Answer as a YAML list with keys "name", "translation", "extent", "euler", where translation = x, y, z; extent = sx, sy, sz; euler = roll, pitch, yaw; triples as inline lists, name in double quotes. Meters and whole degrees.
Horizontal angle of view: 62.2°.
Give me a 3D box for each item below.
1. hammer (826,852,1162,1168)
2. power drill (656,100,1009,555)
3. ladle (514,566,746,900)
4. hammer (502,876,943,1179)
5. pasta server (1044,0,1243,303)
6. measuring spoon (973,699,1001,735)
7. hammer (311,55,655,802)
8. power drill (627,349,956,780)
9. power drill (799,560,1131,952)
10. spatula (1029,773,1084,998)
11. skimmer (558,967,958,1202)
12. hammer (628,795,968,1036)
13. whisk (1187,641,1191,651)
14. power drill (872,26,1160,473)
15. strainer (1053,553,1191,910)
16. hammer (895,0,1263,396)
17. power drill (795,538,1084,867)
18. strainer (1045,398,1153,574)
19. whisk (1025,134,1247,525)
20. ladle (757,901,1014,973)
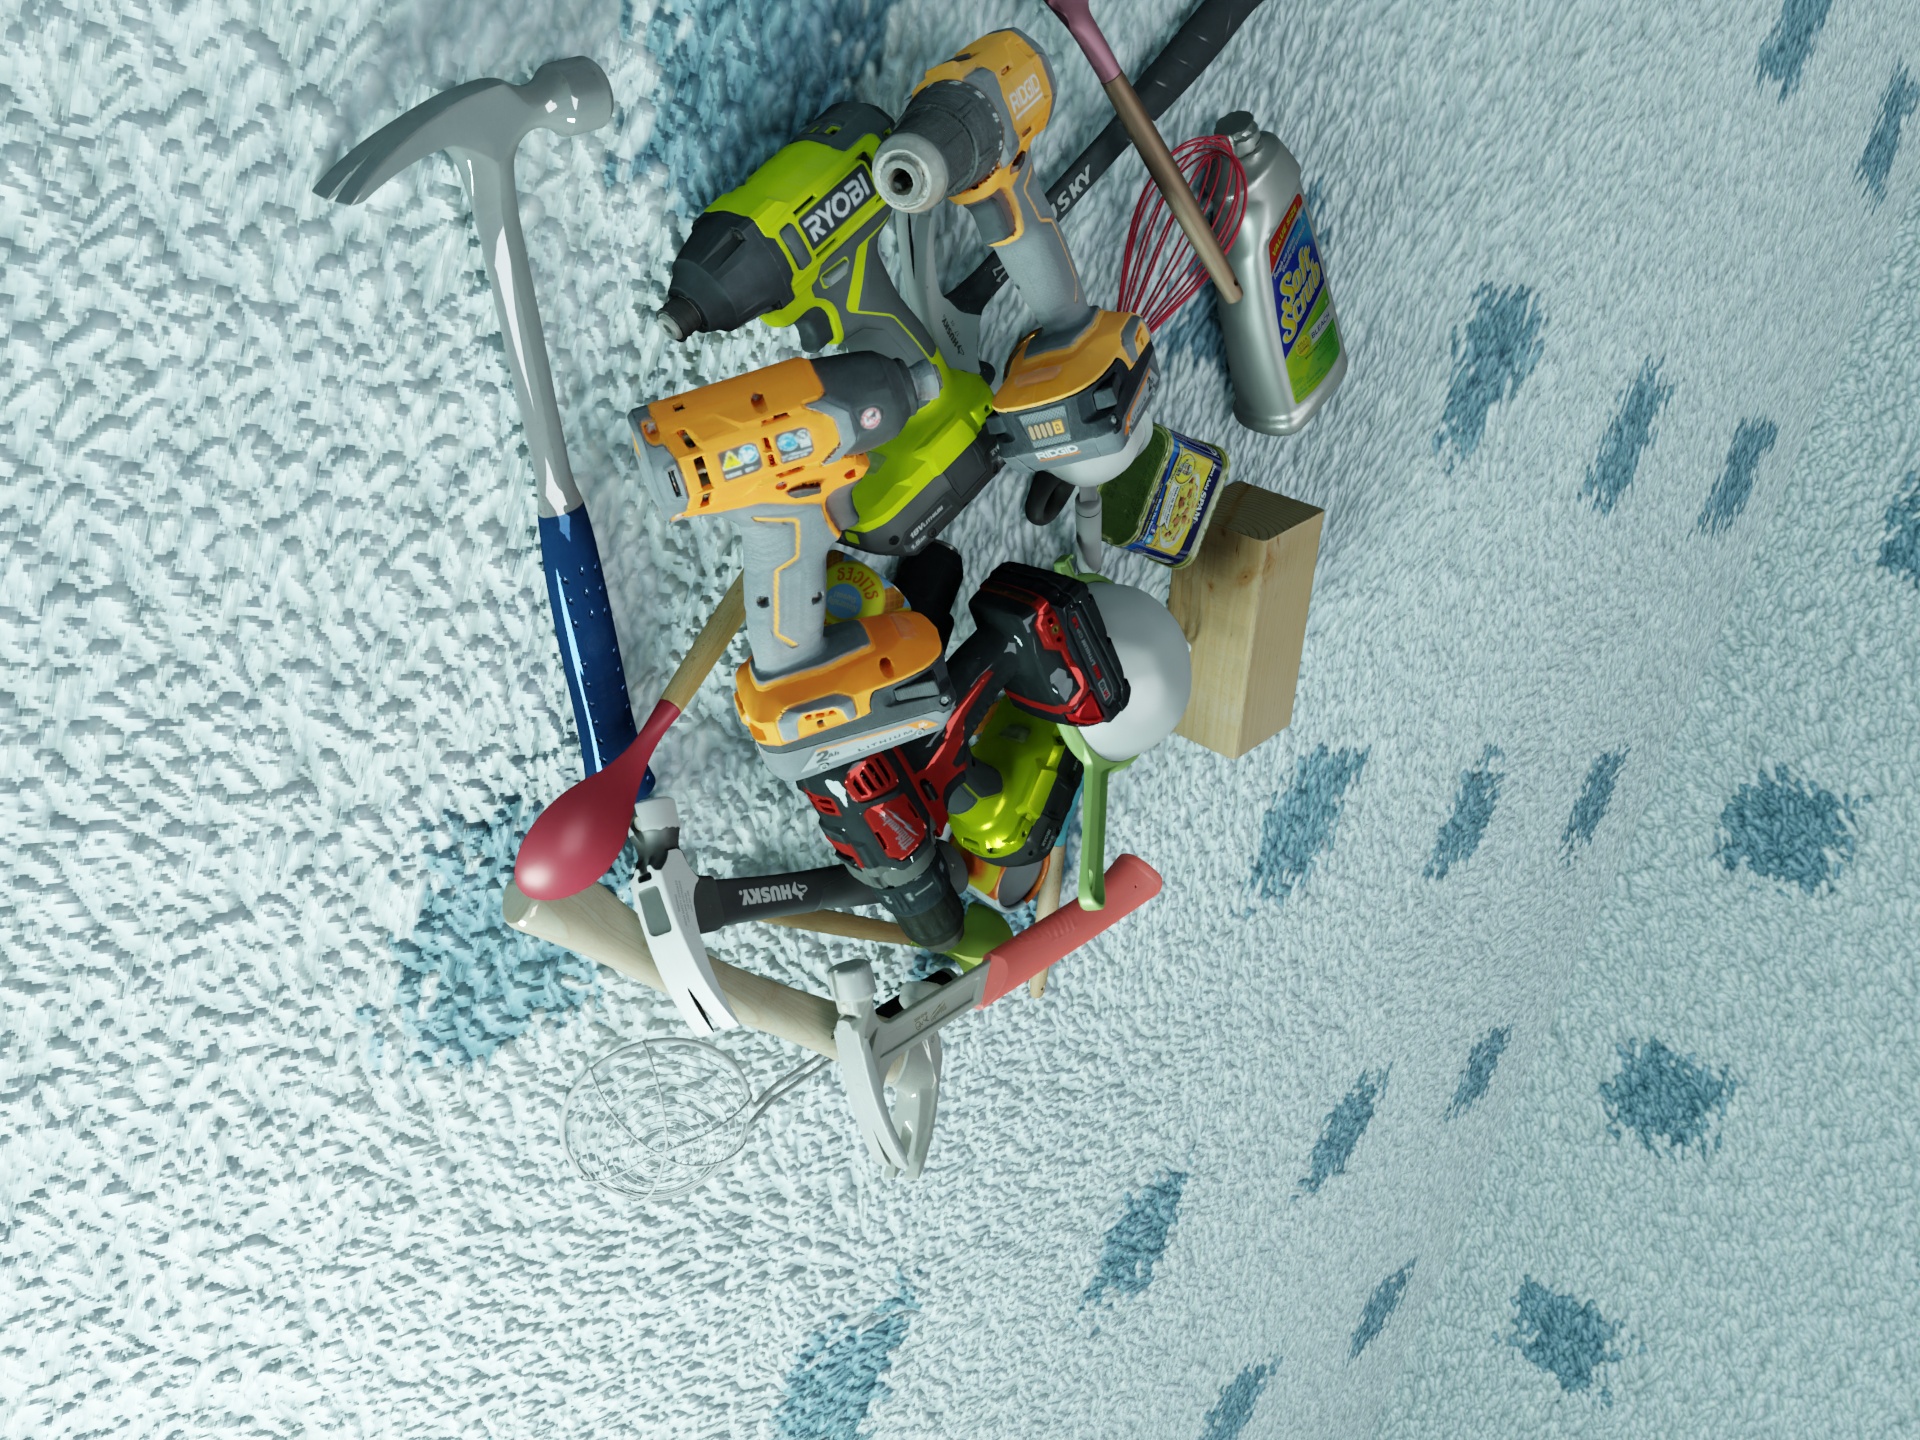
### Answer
- name: "hammer"
  translation: [0.043, 0.194, 1.215]
  extent: [0.359, 0.037, 0.149]
  euler: [-23, 103, -46]
- name: "power drill"
  translation: [-0.068, -0.208, 0.908]
  extent: [0.171, 0.080, 0.223]
  euler: [-48, 134, -20]
- name: "ladle"
  translation: [-0.155, -0.028, 0.923]
  extent: [0.315, 0.031, 0.069]
  euler: [-61, 153, -23]
- name: "hammer"
  translation: [-0.141, 0.195, 1.060]
  extent: [0.410, 0.038, 0.146]
  euler: [35, 54, -46]
- name: "pasta server"
  translation: [0.113, -0.382, 0.994]
  extent: [0.315, 0.040, 0.060]
  euler: [48, 59, -39]
- name: "measuring spoon"
  translation: [0.007, 0.007, 1.202]
  extent: [0.117, 0.011, 0.021]
  euler: [-25, 131, -39]
- name: "hammer"
  translation: [-0.216, -0.119, 0.829]
  extent: [0.144, 0.035, 0.405]
  euler: [-33, 135, -34]
- name: "power drill"
  translation: [-0.071, -0.091, 0.875]
  extent: [0.164, 0.084, 0.226]
  euler: [-20, 126, -7]
- name: "power drill"
  translation: [0.008, 0.026, 1.036]
  extent: [0.227, 0.080, 0.187]
  euler: [-44, 129, -23]
- name: "spatula"
  translation: [0.072, 0.115, 1.345]
  extent: [0.082, 0.044, 0.317]
  euler: [-29, 138, -37]
- name: "skimmer"
  translation: [-0.131, 0.242, 1.174]
  extent: [0.363, 0.090, 0.127]
  euler: [-22, 126, -55]
- name: "hammer"
  translation: [-0.093, 0.121, 1.093]
  extent: [0.334, 0.035, 0.146]
  euler: [1, 72, -57]
- name: "whisk"
  translation: [0.105, -0.074, 1.245]
  extent: [0.246, 0.059, 0.058]
  euler: [18, 62, -50]
- name: "power drill"
  translation: [0.030, -0.254, 0.890]
  extent: [0.226, 0.084, 0.185]
  euler: [66, 32, -27]
- name: "strainer"
  translation: [0.122, 0.010, 1.151]
  extent: [0.151, 0.069, 0.256]
  euler: [30, 59, -48]
- name: "hammer"
  translation: [0.101, -0.388, 1.041]
  extent: [0.409, 0.036, 0.149]
  euler: [-51, 142, -15]
- name: "power drill"
  translation: [-0.002, -0.004, 1.122]
  extent: [0.228, 0.080, 0.190]
  euler: [32, 78, -48]
- name: "strainer"
  translation: [0.091, -0.155, 1.115]
  extent: [0.258, 0.087, 0.050]
  euler: [77, 6, -68]
- name: "whisk"
  translation: [0.119, -0.271, 1.123]
  extent: [0.073, 0.073, 0.296]
  euler: [10, 111, -53]
- name: "ladle"
  translation: [-0.067, 0.159, 1.192]
  extent: [0.320, 0.062, 0.078]
  euler: [18, 67, -46]
